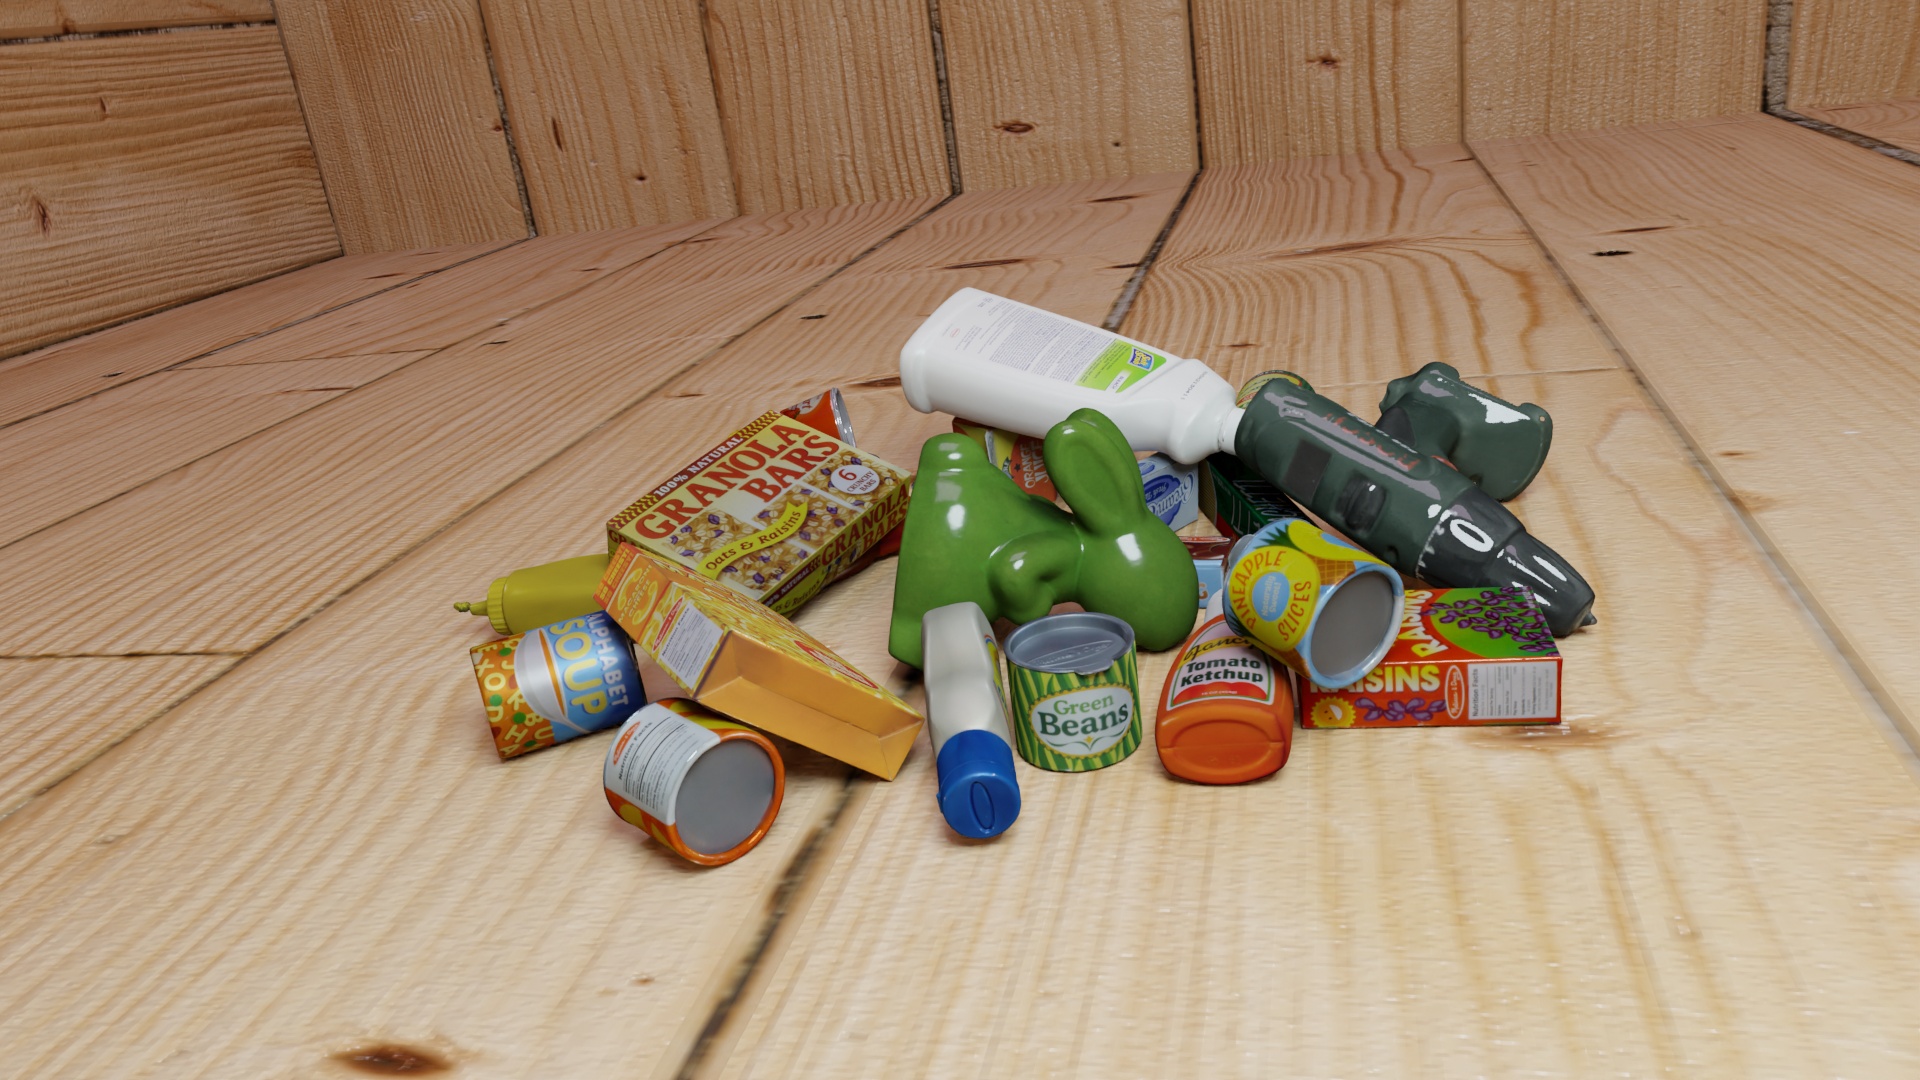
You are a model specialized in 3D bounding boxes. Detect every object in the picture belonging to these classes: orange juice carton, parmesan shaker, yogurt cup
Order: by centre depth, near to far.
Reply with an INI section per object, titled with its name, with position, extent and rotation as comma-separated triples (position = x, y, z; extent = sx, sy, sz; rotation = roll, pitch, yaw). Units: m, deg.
[parmesan shaker]
position = 0.230, -0.083, 1.044
extent = 0.071, 0.071, 0.103
rotation = -1, 22, 19
[orange juice carton]
position = 0.043, -0.079, 1.089
extent = 0.073, 0.071, 0.193
rotation = -3, 21, 13
[yogurt cup]
position = -0.123, -0.093, 1.200
extent = 0.054, 0.072, 0.072
rotation = -15, 20, 3

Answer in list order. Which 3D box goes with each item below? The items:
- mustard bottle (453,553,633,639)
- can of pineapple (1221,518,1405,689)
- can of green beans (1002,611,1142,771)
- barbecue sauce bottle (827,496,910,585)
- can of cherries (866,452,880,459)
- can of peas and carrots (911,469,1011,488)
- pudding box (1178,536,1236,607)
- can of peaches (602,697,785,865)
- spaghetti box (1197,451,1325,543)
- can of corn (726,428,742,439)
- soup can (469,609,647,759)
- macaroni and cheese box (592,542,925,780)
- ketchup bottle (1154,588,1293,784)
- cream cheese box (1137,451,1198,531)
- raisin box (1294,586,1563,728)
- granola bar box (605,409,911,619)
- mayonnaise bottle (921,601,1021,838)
[mustard bottle]
position = -0.259, 0.040, 0.923
extent = 0.160, 0.048, 0.065
rotation = -5, 24, 9
[can of pineapple]
position = 0.168, 0.029, 0.664
extent = 0.071, 0.070, 0.058
rotation = -18, 31, -26
[can of green beans]
position = 0.057, 0.076, 0.702
extent = 0.071, 0.057, 0.071
rotation = -7, 21, 3
[barbecue sauce bottle]
position = -0.097, 0.006, 0.959
extent = 0.149, 0.043, 0.065
rotation = -18, 31, -26
[can of cherries]
position = -0.089, -0.027, 1.022
extent = 0.071, 0.058, 0.072
rotation = -6, 21, 2
[can of peas and carrots]
position = 0.003, -0.012, 0.949
extent = 0.071, 0.058, 0.071
rotation = -7, 20, 3
[pudding box]
position = 0.127, 0.019, 0.864
extent = 0.083, 0.030, 0.050
rotation = 0, 21, 19
[can of peaches]
position = -0.124, 0.114, 0.661
extent = 0.071, 0.071, 0.058
rotation = -25, 26, -38
[spaghetti box]
position = 0.194, -0.007, 0.879
extent = 0.029, 0.050, 0.251
rotation = -11, 21, -2
[can of corn]
position = -0.152, -0.057, 1.109
extent = 0.058, 0.071, 0.071
rotation = 0, 22, 24
[soup can]
position = -0.225, 0.079, 0.781
extent = 0.084, 0.071, 0.071
rotation = -16, 22, -19
[macaroni and cheese box]
position = -0.110, 0.060, 0.734
extent = 0.123, 0.040, 0.166
rotation = 30, -2, -34
[ketchup bottle]
position = 0.138, 0.069, 0.712
extent = 0.065, 0.043, 0.149
rotation = -5, 20, 16
[cream cheese box]
position = 0.123, -0.024, 0.944
extent = 0.024, 0.053, 0.104
rotation = 18, 33, 42
[raisin box]
position = 0.234, 0.059, 0.710
extent = 0.123, 0.040, 0.086
rotation = -3, 22, 14
[granola bar box]
position = -0.129, -0.014, 0.911
extent = 0.124, 0.038, 0.166
rotation = 25, 42, 22
[mayonnaise bottle]
position = 0.005, 0.089, 0.687
extent = 0.041, 0.064, 0.149
rotation = -13, 25, 1
